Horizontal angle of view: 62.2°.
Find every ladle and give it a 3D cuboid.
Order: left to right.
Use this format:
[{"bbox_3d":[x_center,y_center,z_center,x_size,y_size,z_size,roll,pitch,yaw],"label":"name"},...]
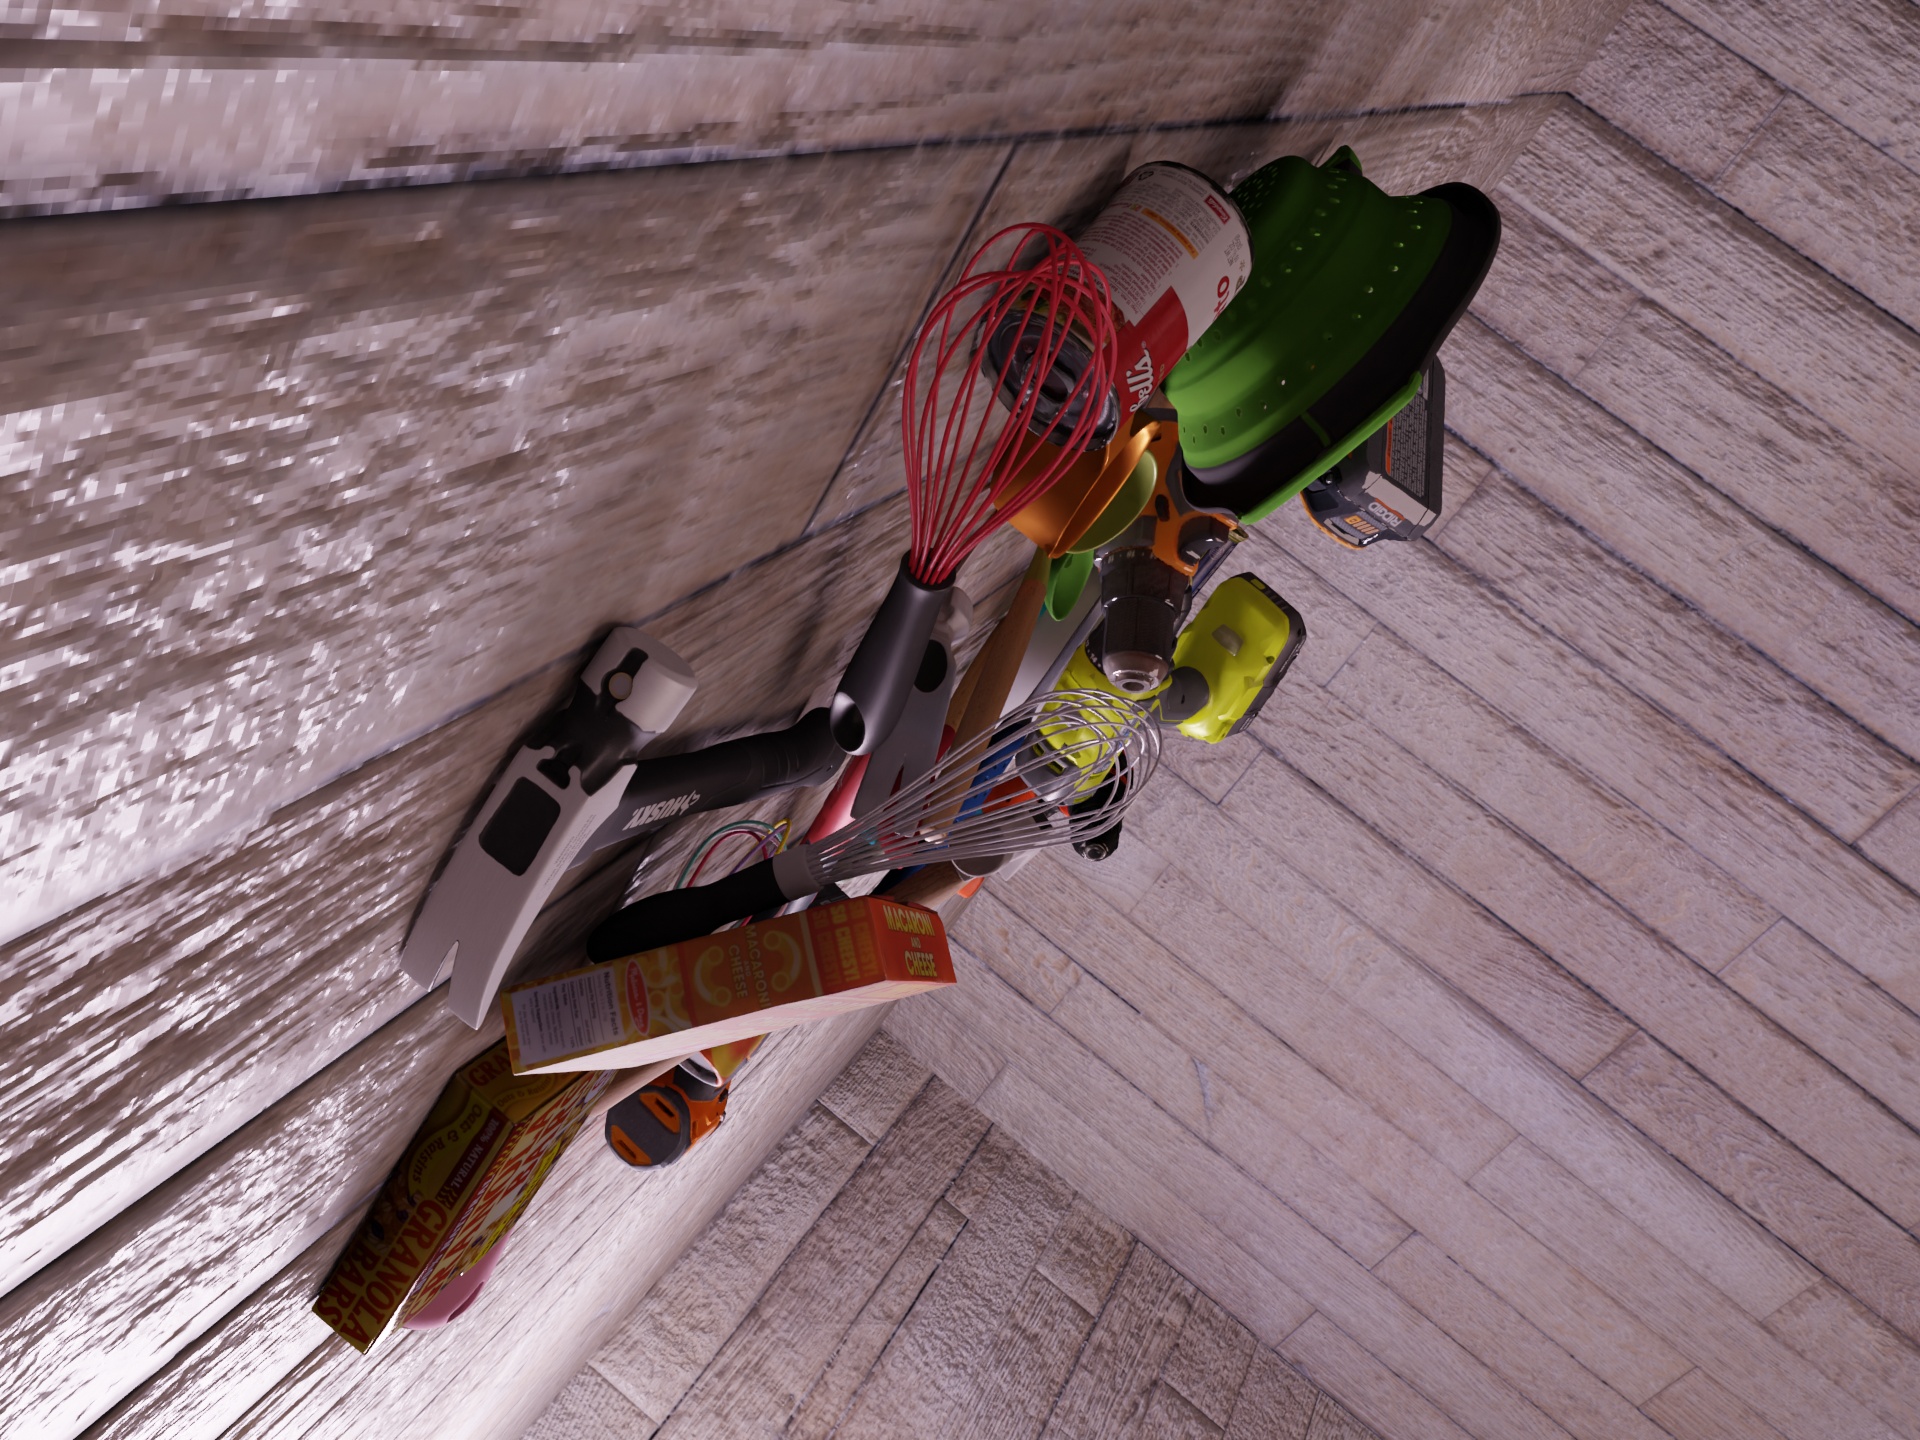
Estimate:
[{"bbox_3d":[-0.002,-0.003,1.028,0.069,0.031,0.315,-64,179,30],"label":"ladle"},{"bbox_3d":[0.044,-0.050,0.845,0.078,0.062,0.320,104,7,-46],"label":"ladle"}]

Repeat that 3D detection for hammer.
[{"bbox_3d":[-0.109,0.029,0.657,0.146,0.035,0.335,-54,173,9],"label":"hammer"},{"bbox_3d":[-0.088,0.135,0.886,0.331,0.031,0.130,-33,171,19],"label":"hammer"},{"bbox_3d":[-0.081,0.080,0.925,0.386,0.038,0.143,123,-16,-54],"label":"hammer"},{"bbox_3d":[0.047,-0.010,1.162,0.405,0.035,0.144,-55,159,16],"label":"hammer"}]

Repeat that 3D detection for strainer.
[{"bbox_3d":[0.052,0.000,1.288,0.340,0.095,0.211,-49,173,-31],"label":"strainer"}]

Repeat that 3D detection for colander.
[{"bbox_3d":[0.173,-0.259,0.856,0.204,0.094,0.397,-39,-160,35],"label":"colander"}]

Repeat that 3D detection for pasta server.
[{"bbox_3d":[-0.230,0.222,0.892,0.316,0.040,0.060,-57,172,9],"label":"pasta server"}]

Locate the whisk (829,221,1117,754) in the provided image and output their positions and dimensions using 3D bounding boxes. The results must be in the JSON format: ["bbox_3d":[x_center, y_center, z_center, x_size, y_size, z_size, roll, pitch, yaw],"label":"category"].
[{"bbox_3d":[-0.007,-0.073,0.628,0.073,0.073,0.295,-46,170,-38],"label":"whisk"}]

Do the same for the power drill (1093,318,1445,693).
[{"bbox_3d":[0.167,-0.121,0.937,0.226,0.084,0.185,-17,-123,48],"label":"power drill"}]

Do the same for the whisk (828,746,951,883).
[{"bbox_3d":[-0.040,0.076,1.306,0.246,0.059,0.057,-35,125,-55],"label":"whisk"}]

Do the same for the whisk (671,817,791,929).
[{"bbox_3d":[-0.164,0.139,0.824,0.051,0.047,0.245,25,113,-43],"label":"whisk"}]

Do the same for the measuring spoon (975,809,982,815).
[{"bbox_3d":[-0.004,0.088,1.304,0.042,0.021,0.128,-46,170,7],"label":"measuring spoon"}]

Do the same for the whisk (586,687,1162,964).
[{"bbox_3d":[-0.043,0.057,0.709,0.284,0.070,0.070,-22,179,12],"label":"whisk"}]

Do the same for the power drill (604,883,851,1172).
[{"bbox_3d":[-0.154,0.224,1.174,0.226,0.084,0.164,-48,173,2],"label":"power drill"}]

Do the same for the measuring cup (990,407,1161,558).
[{"bbox_3d":[0.056,-0.144,0.776,0.095,0.052,0.173,-50,171,-12],"label":"measuring cup"}]

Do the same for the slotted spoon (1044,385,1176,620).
[{"bbox_3d":[0.122,-0.187,1.088,0.070,0.031,0.313,-44,168,-46],"label":"slotted spoon"}]

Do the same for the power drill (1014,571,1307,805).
[{"bbox_3d":[0.155,-0.041,1.161,0.228,0.080,0.190,-16,143,-48],"label":"power drill"}]

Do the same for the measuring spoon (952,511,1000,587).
[{"bbox_3d":[0.007,-0.083,0.898,0.124,0.018,0.034,-54,172,11],"label":"measuring spoon"}]
